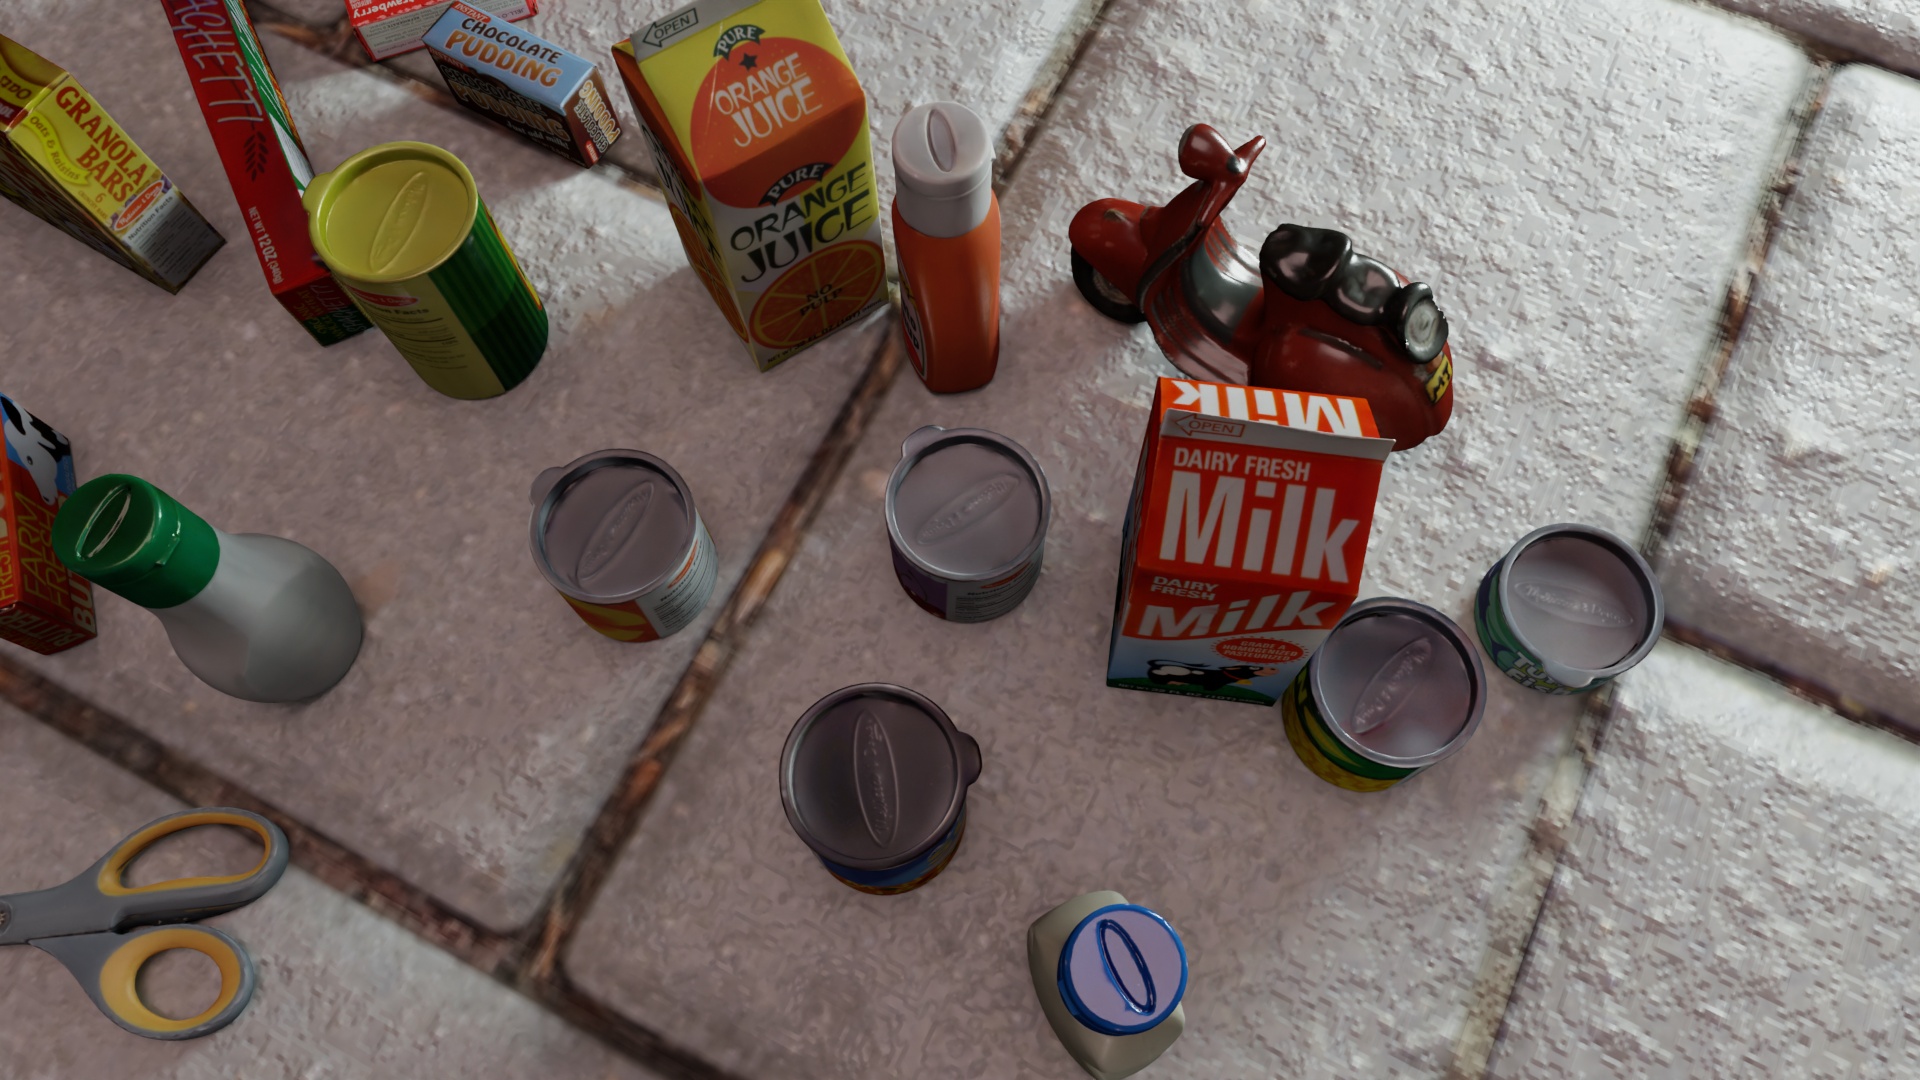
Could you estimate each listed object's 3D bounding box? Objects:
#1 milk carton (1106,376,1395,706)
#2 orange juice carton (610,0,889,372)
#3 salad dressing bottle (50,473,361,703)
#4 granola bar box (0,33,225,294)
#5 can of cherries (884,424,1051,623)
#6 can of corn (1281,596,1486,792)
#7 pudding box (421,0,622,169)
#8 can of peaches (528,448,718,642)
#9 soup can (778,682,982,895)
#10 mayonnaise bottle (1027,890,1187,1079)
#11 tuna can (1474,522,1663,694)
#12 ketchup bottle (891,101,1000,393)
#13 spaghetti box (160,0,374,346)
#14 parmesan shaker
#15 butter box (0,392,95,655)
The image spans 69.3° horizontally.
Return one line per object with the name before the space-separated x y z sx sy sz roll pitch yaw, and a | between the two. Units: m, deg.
milk carton | 0.097 -0.001 0.502 0.072 0.190 0.073 7 70 3
orange juice carton | -0.081 -0.154 0.562 0.072 0.192 0.073 -31 72 -10
salad dressing bottle | -0.277 0.019 0.520 0.044 0.147 0.064 20 71 8
granola bar box | -0.430 -0.188 0.614 0.166 0.123 0.039 29 72 11
can of cherries | 0.002 -0.007 0.576 0.071 0.058 0.072 0 69 1
can of corn | 0.163 0.061 0.548 0.071 0.058 0.071 0 69 1
pudding box | -0.208 -0.218 0.664 0.084 0.049 0.030 28 72 11
can of peaches | -0.139 0.002 0.574 0.071 0.058 0.071 0 69 1
soup can | -0.027 0.096 0.523 0.071 0.083 0.071 0 69 1
mayonnaise bottle | 0.049 0.148 0.467 0.041 0.147 0.065 -25 71 -8
tuna can | 0.249 0.031 0.572 0.071 0.032 0.071 0 69 1
ketchup bottle | -0.005 -0.119 0.571 0.043 0.148 0.065 -11 70 -3
spaghetti box | -0.339 -0.205 0.659 0.029 0.050 0.250 -26 71 -9
parmesan shaker | -0.225 -0.113 0.595 0.071 0.102 0.071 0 69 1
butter box | -0.394 -0.007 0.582 0.024 0.053 0.104 -19 70 -6
